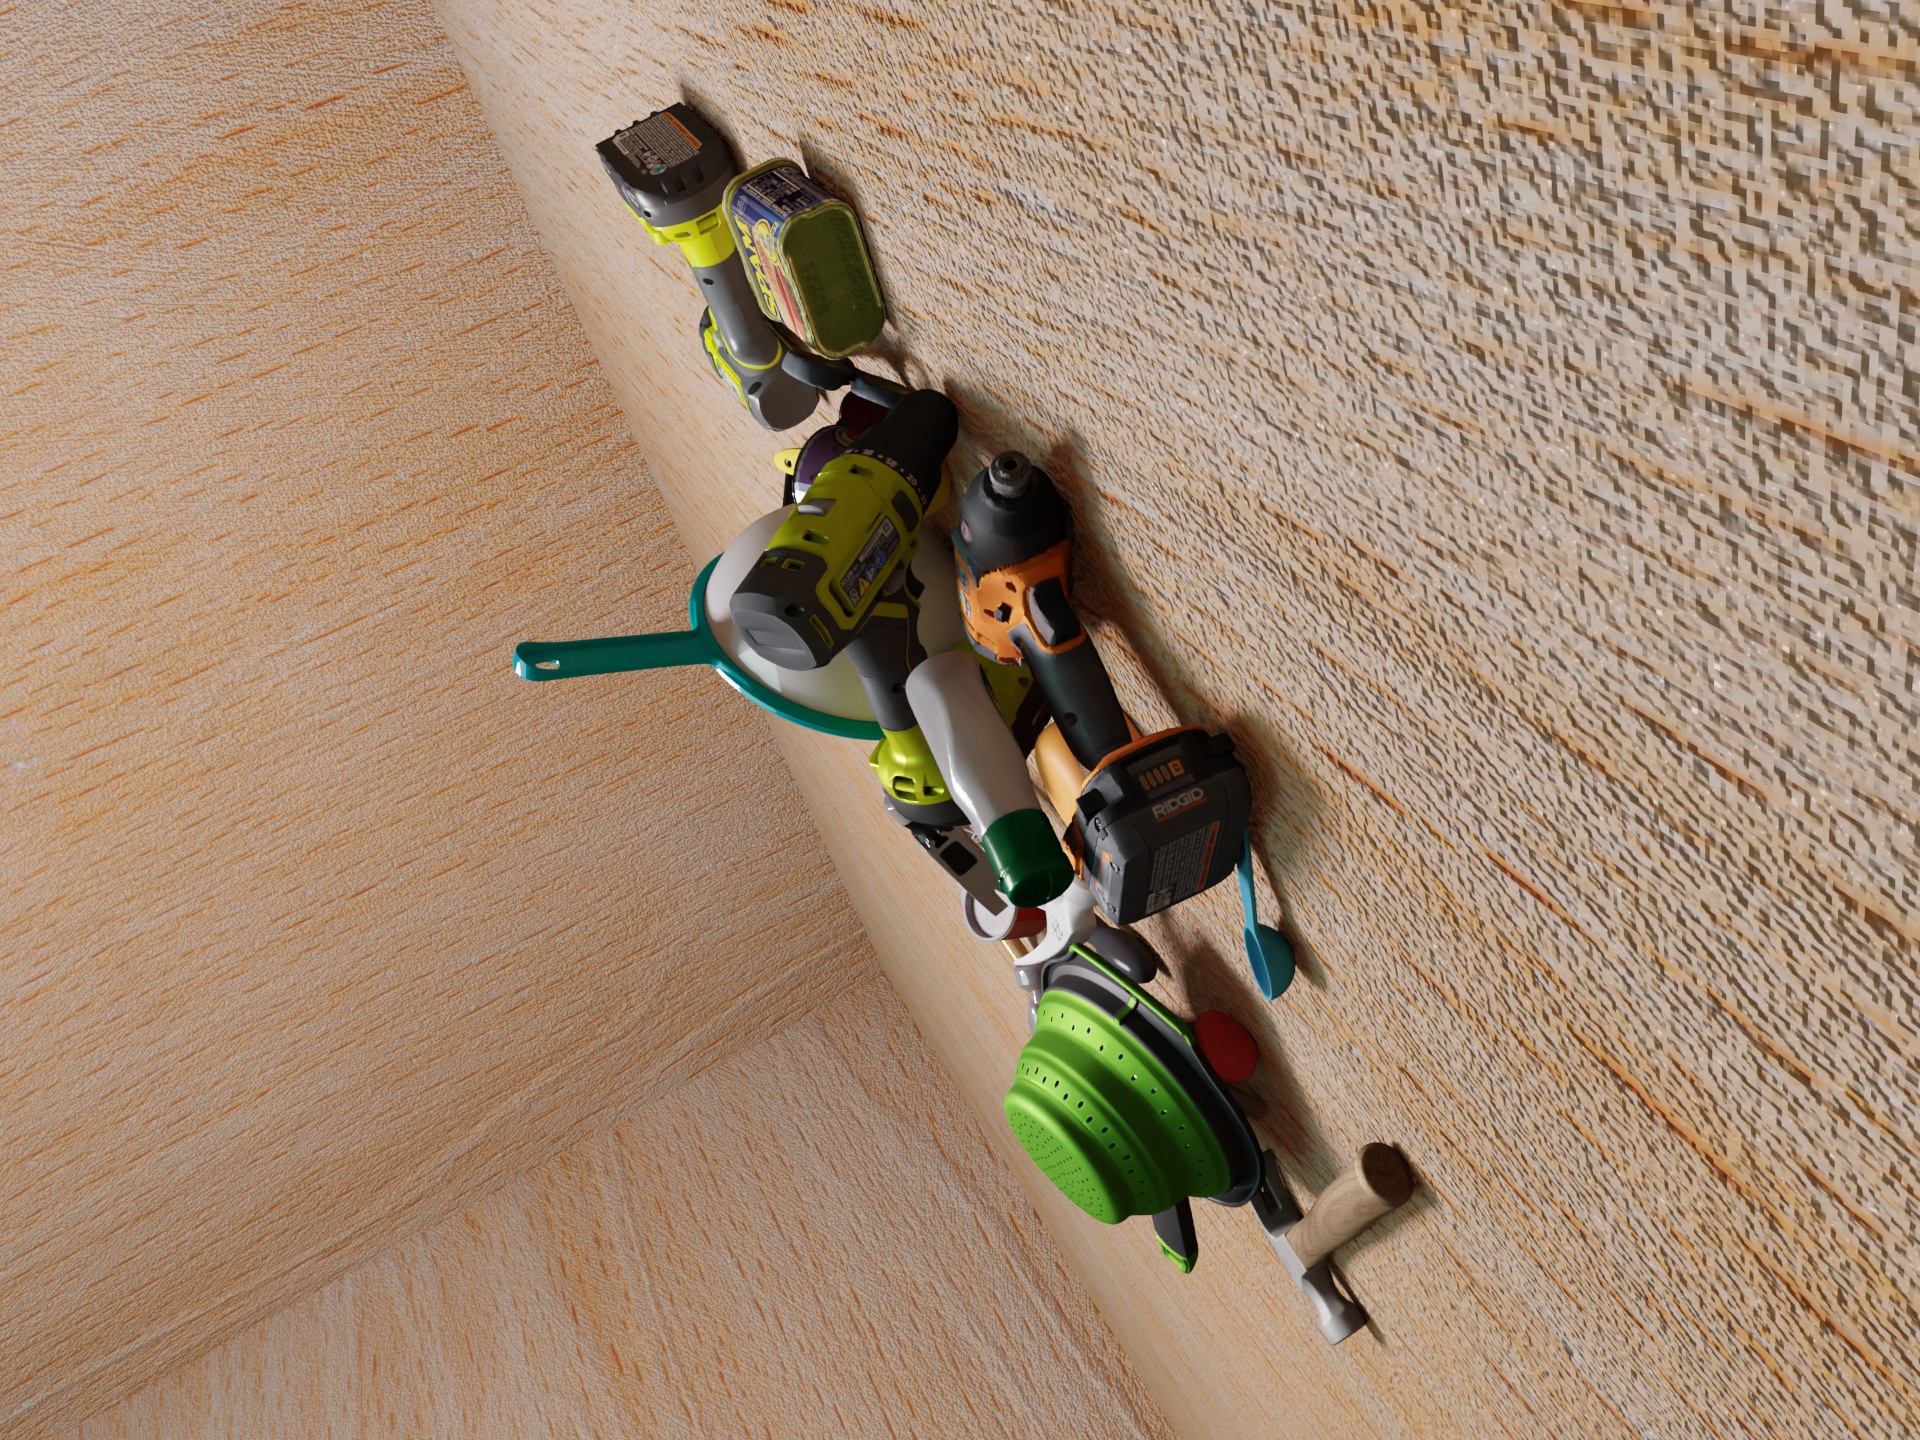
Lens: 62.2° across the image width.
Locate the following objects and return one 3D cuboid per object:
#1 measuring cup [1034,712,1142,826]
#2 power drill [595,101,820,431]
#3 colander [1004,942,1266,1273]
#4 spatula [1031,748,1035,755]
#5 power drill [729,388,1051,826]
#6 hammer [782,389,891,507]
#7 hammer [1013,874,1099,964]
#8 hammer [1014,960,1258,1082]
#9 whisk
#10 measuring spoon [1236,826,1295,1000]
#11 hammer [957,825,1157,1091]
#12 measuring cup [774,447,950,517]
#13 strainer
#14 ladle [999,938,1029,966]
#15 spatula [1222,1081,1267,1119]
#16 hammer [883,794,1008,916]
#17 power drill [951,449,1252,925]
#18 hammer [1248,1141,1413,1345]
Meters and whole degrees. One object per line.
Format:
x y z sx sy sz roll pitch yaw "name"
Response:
0.071 0.032 0.992 0.095 0.052 0.174 64 168 -10 "measuring cup"
-0.195 -0.351 1.237 0.171 0.080 0.223 52 169 43 "power drill"
0.112 0.319 1.117 0.205 0.094 0.396 35 154 37 "colander"
0.008 -0.005 1.238 0.081 0.041 0.323 63 169 -21 "spatula"
-0.025 -0.064 0.951 0.080 0.191 0.228 9 145 36 "power drill"
-0.105 -0.187 1.239 0.359 0.036 0.149 143 134 -72 "hammer"
-0.002 -0.004 1.174 0.406 0.035 0.144 62 154 31 "hammer"
0.127 0.253 1.189 0.386 0.038 0.143 155 100 -73 "hammer"
0.074 0.142 1.262 0.285 0.070 0.070 35 152 58 "whisk"
0.159 0.089 0.832 0.042 0.021 0.128 -113 9 -63 "measuring spoon"
0.078 0.202 1.452 0.411 0.038 0.146 49 162 49 "hammer"
-0.075 -0.164 1.060 0.157 0.029 0.062 12 125 37 "measuring cup"
-0.123 -0.082 1.044 0.211 0.340 0.095 54 136 33 "strainer"
0.008 0.150 1.491 0.316 0.031 0.069 54 164 30 "ladle"
0.150 0.258 1.217 0.316 0.018 0.060 -175 72 -71 "spatula"
-0.034 0.045 1.337 0.146 0.035 0.335 47 -175 -25 "hammer"
0.061 -0.025 0.816 0.164 0.084 0.227 83 162 -64 "power drill"
0.232 0.311 0.996 0.130 0.031 0.331 57 168 24 "hammer"
